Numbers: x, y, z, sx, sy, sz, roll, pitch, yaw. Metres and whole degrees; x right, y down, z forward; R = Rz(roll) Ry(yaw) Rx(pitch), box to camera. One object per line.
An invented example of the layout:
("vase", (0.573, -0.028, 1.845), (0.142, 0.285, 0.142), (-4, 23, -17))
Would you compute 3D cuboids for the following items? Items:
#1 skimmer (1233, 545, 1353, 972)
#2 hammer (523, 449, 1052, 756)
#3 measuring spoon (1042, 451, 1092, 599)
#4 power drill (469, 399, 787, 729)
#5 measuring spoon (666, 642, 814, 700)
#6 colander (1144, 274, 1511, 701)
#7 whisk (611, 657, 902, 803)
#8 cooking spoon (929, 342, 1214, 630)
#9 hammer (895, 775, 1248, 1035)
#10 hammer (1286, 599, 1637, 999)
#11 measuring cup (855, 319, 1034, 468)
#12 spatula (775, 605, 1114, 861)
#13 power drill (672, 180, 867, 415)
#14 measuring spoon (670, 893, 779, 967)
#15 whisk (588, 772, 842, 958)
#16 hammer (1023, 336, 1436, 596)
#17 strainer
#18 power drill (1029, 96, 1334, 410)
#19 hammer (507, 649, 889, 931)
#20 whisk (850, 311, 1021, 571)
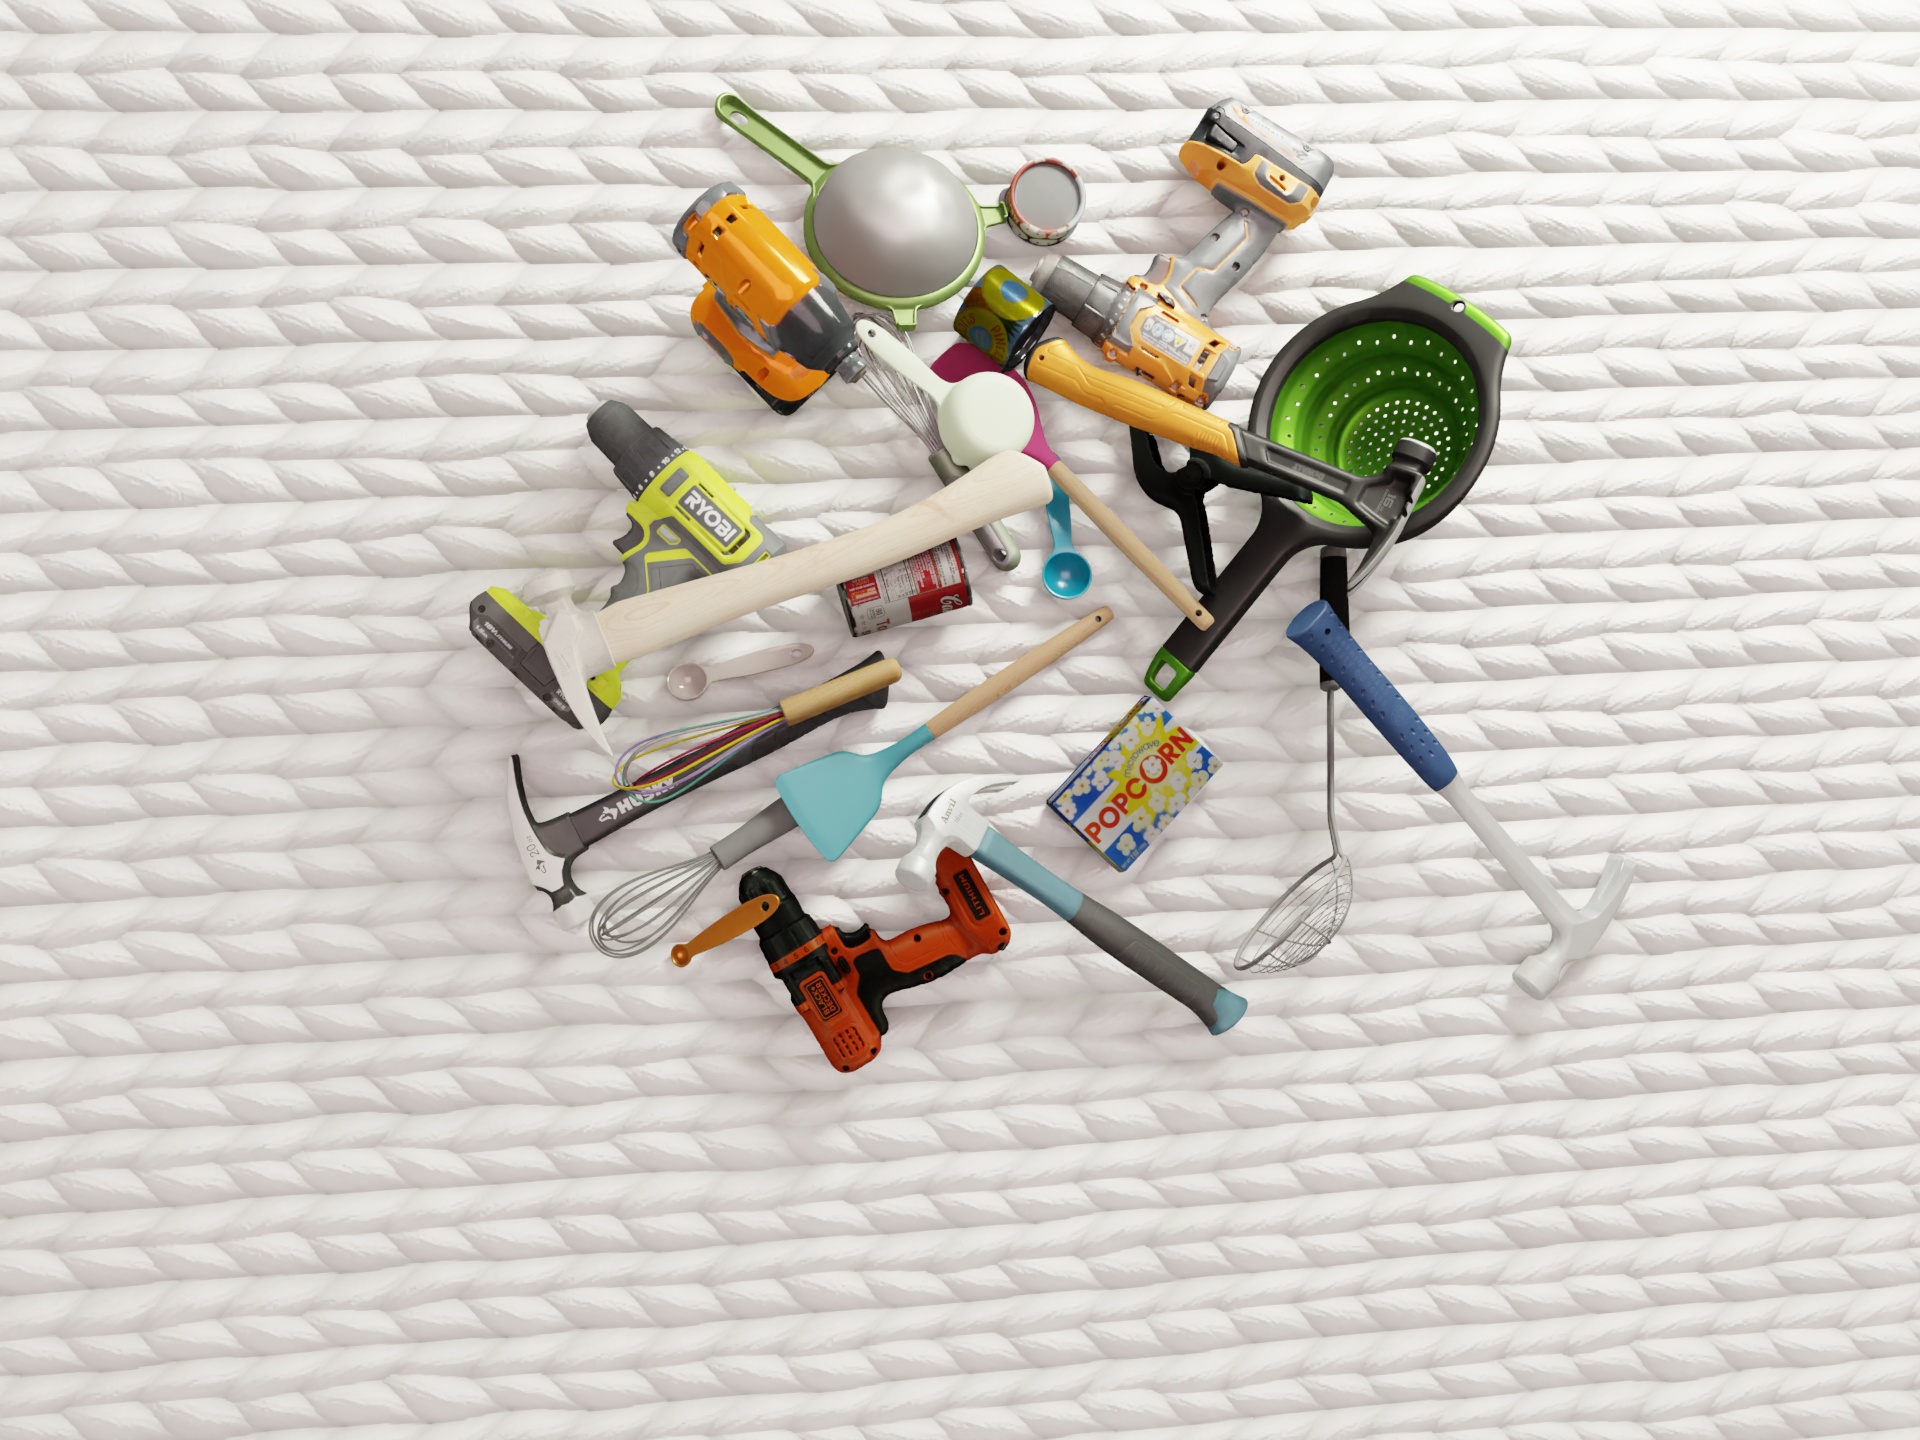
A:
("skimmer", (0.279, 0.029, 1.323), (0.090, 0.127, 0.363), (4, 80, -5))
("hammer", (-0.117, -0.108, 1.234), (0.410, 0.038, 0.146), (-21, 90, -9))
("measuring spoon", (0.083, -0.163, 1.340), (0.042, 0.021, 0.129), (-6, 81, -5))
("power drill", (-0.279, -0.125, 1.270), (0.190, 0.080, 0.228), (44, 83, -4))
("measuring spoon", (-0.180, -0.041, 1.311), (0.124, 0.018, 0.034), (-15, 65, -12))
("colander", (0.298, -0.171, 1.325), (0.205, 0.094, 0.397), (45, 105, 28))
("whisk", (-0.160, 0.006, 1.264), (0.245, 0.047, 0.051), (-22, 93, -9))
("cooking spoon", (0.094, -0.192, 1.317), (0.069, 0.017, 0.319), (-43, 85, -8))
("hammer", (0.103, 0.161, 1.300), (0.330, 0.033, 0.128), (36, 56, -15))
("hammer", (0.413, 0.052, 1.321), (0.144, 0.035, 0.405), (-46, 107, -6))
("measuring cup", (-0.012, -0.269, 1.273), (0.167, 0.038, 0.083), (36, 77, -16))
("spatula", (-0.002, -0.004, 1.313), (0.317, 0.044, 0.082), (-34, 91, -7))
("power drill", (-0.137, -0.303, 1.208), (0.084, 0.226, 0.164), (-45, 94, -4))
("measuring spoon", (-0.189, 0.169, 1.285), (0.117, 0.011, 0.021), (-31, 78, 23))
("whisk", (-0.193, 0.113, 1.281), (0.239, 0.055, 0.055), (-34, 93, -16))
("hammer", (0.196, -0.221, 1.268), (0.337, 0.034, 0.127), (27, 86, 18))
("strainer", (-0.092, -0.442, 1.280), (0.256, 0.069, 0.151), (36, 71, 2))
("power drill", (0.181, -0.396, 1.320), (0.185, 0.084, 0.226), (30, 91, -3))
("hammer", (-0.208, 0.030, 1.296), (0.335, 0.035, 0.146), (-28, 93, -6))
("whisk", (-0.021, -0.229, 1.312), (0.058, 0.059, 0.246), (-28, 99, 33))
